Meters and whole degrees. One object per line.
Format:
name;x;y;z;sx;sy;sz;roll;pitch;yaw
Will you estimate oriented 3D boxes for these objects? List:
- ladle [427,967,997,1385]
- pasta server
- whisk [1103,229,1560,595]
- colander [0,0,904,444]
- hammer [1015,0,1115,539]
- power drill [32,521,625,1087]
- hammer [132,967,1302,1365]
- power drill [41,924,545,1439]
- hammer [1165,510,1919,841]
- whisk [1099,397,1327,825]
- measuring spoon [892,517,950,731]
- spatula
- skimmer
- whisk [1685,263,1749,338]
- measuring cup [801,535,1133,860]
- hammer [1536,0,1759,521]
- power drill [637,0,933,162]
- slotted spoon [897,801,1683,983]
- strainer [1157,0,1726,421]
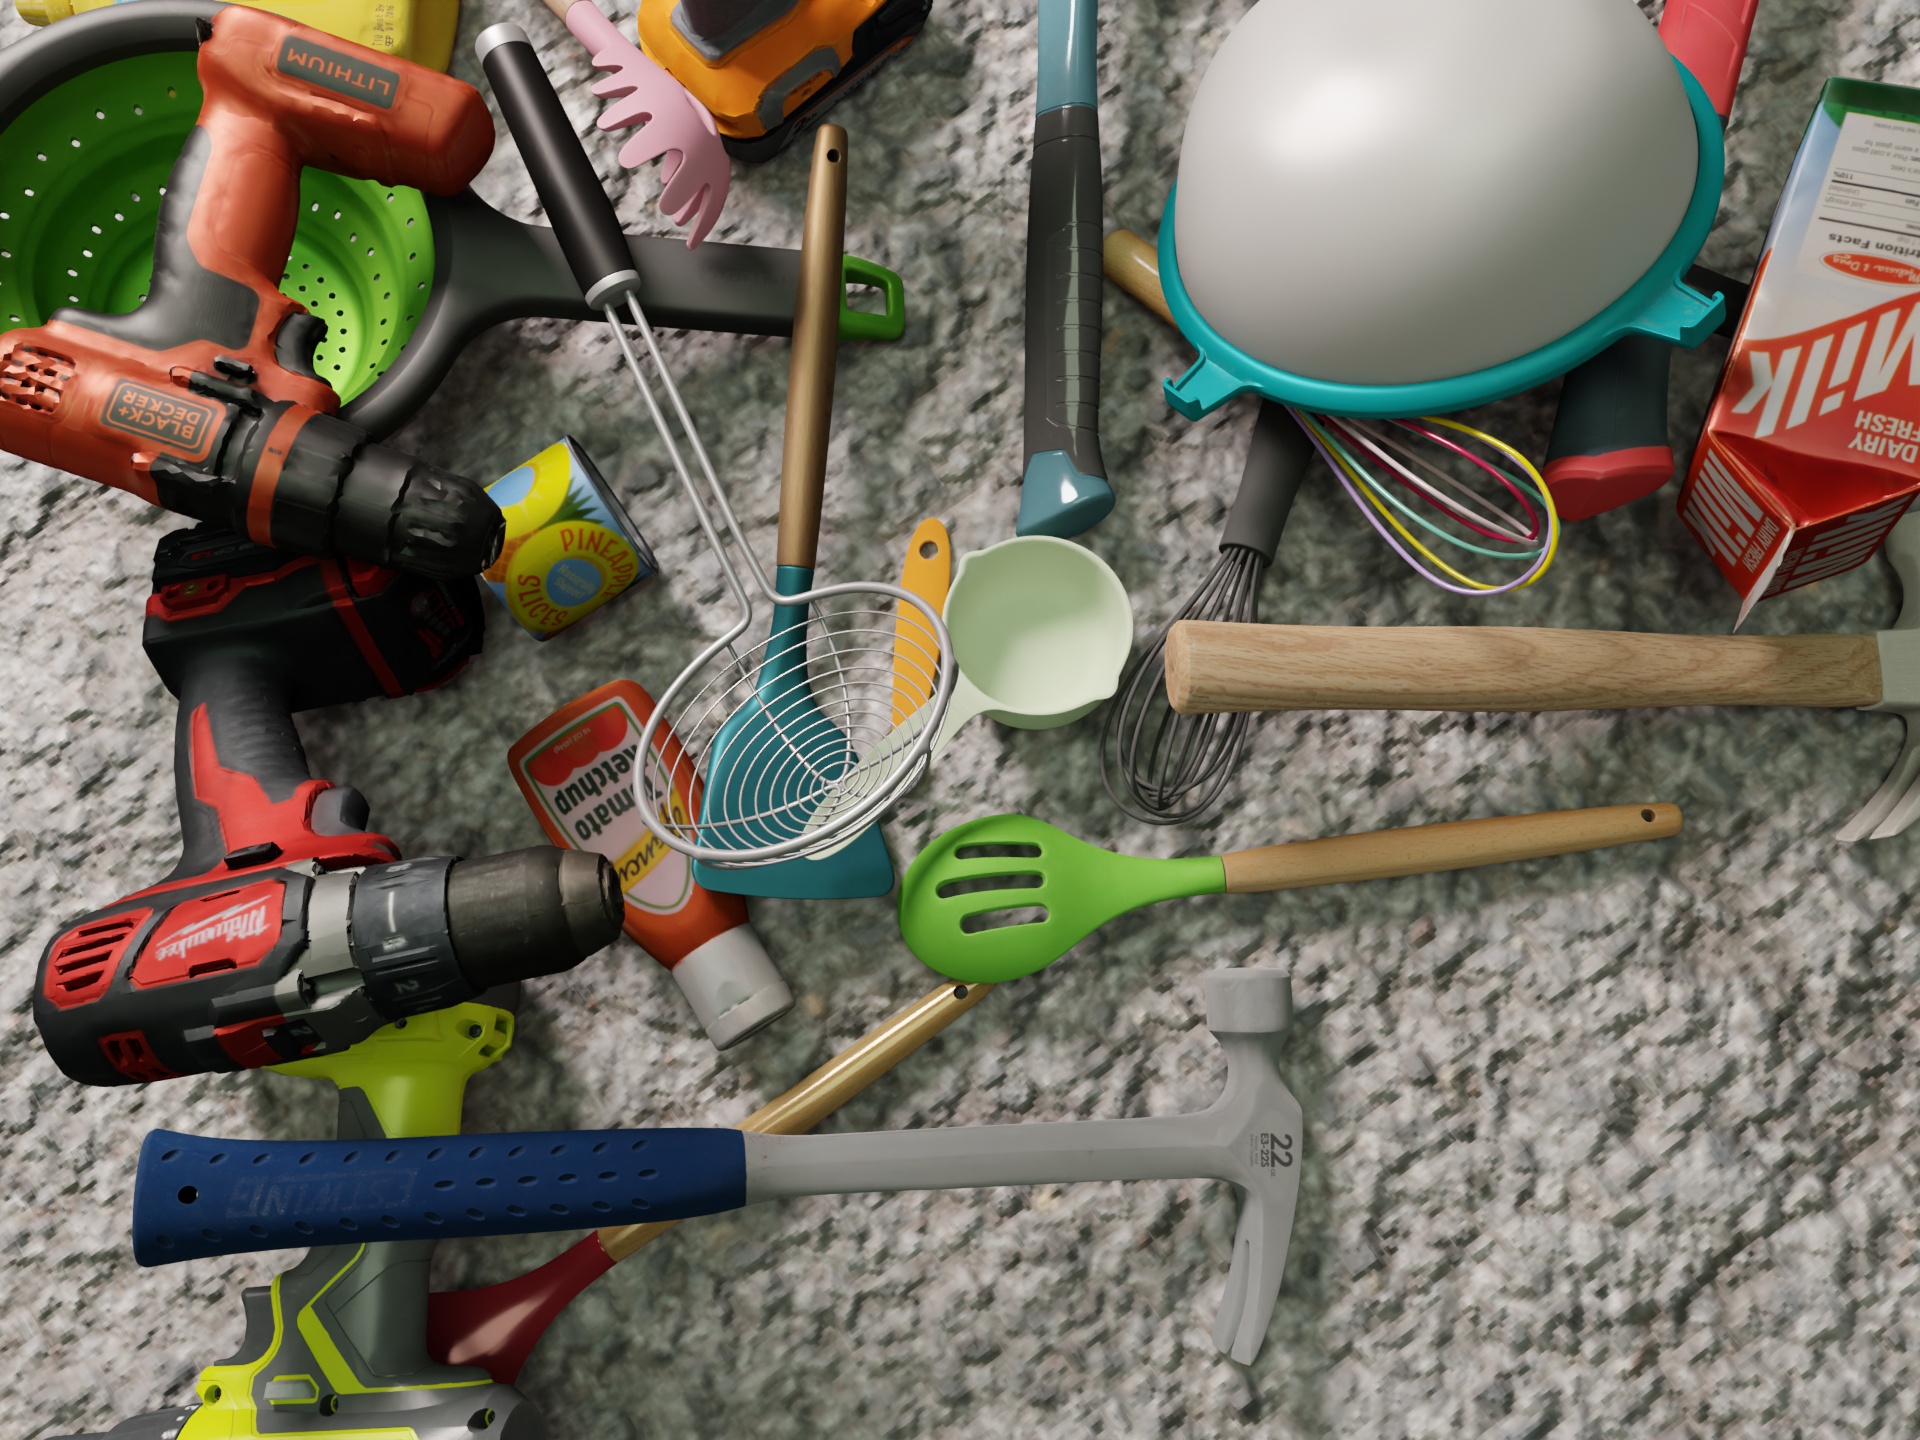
ladle;-0.115;0.191;0.623;0.315;0.031;0.069;-35;78;-5
pasta server;-0.179;-0.308;0.677;0.040;0.060;0.316;-40;62;3
whisk;0.138;-0.132;0.624;0.051;0.047;0.245;-34;57;-14
colander;-0.225;-0.177;0.676;0.397;0.094;0.205;1;77;-15
hammer;0.045;-0.241;0.669;0.128;0.033;0.331;-2;85;36
power drill;-0.220;0.017;0.583;0.188;0.080;0.227;-12;50;-1
hammer;-0.066;0.164;0.561;0.405;0.035;0.144;1;80;-15
power drill;-0.250;0.195;0.585;0.190;0.080;0.229;-4;70;5
hammer;0.243;-0.017;0.612;0.331;0.031;0.130;0;80;-7
whisk;0.114;-0.070;0.650;0.055;0.055;0.239;20;77;7
measuring spoon;-0.019;-0.030;0.664;0.021;0.011;0.117;6;80;4
spatula;-0.060;-0.088;0.646;0.082;0.044;0.317;5;88;-19
skimmer;-0.115;-0.118;0.589;0.127;0.090;0.363;-26;81;6
whisk;0.347;-0.157;0.647;0.296;0.073;0.073;24;82;14
measuring cup;-0.001;-0.002;0.639;0.083;0.038;0.167;43;80;12
hammer;0.280;-0.257;0.647;0.143;0.038;0.386;19;72;8
power drill;-0.070;-0.335;0.614;0.164;0.226;0.084;-42;80;-5
slotted spoon;0.129;0.056;0.632;0.313;0.031;0.070;-7;64;0
strainer;0.172;-0.278;0.614;0.211;0.095;0.341;-5;61;21
